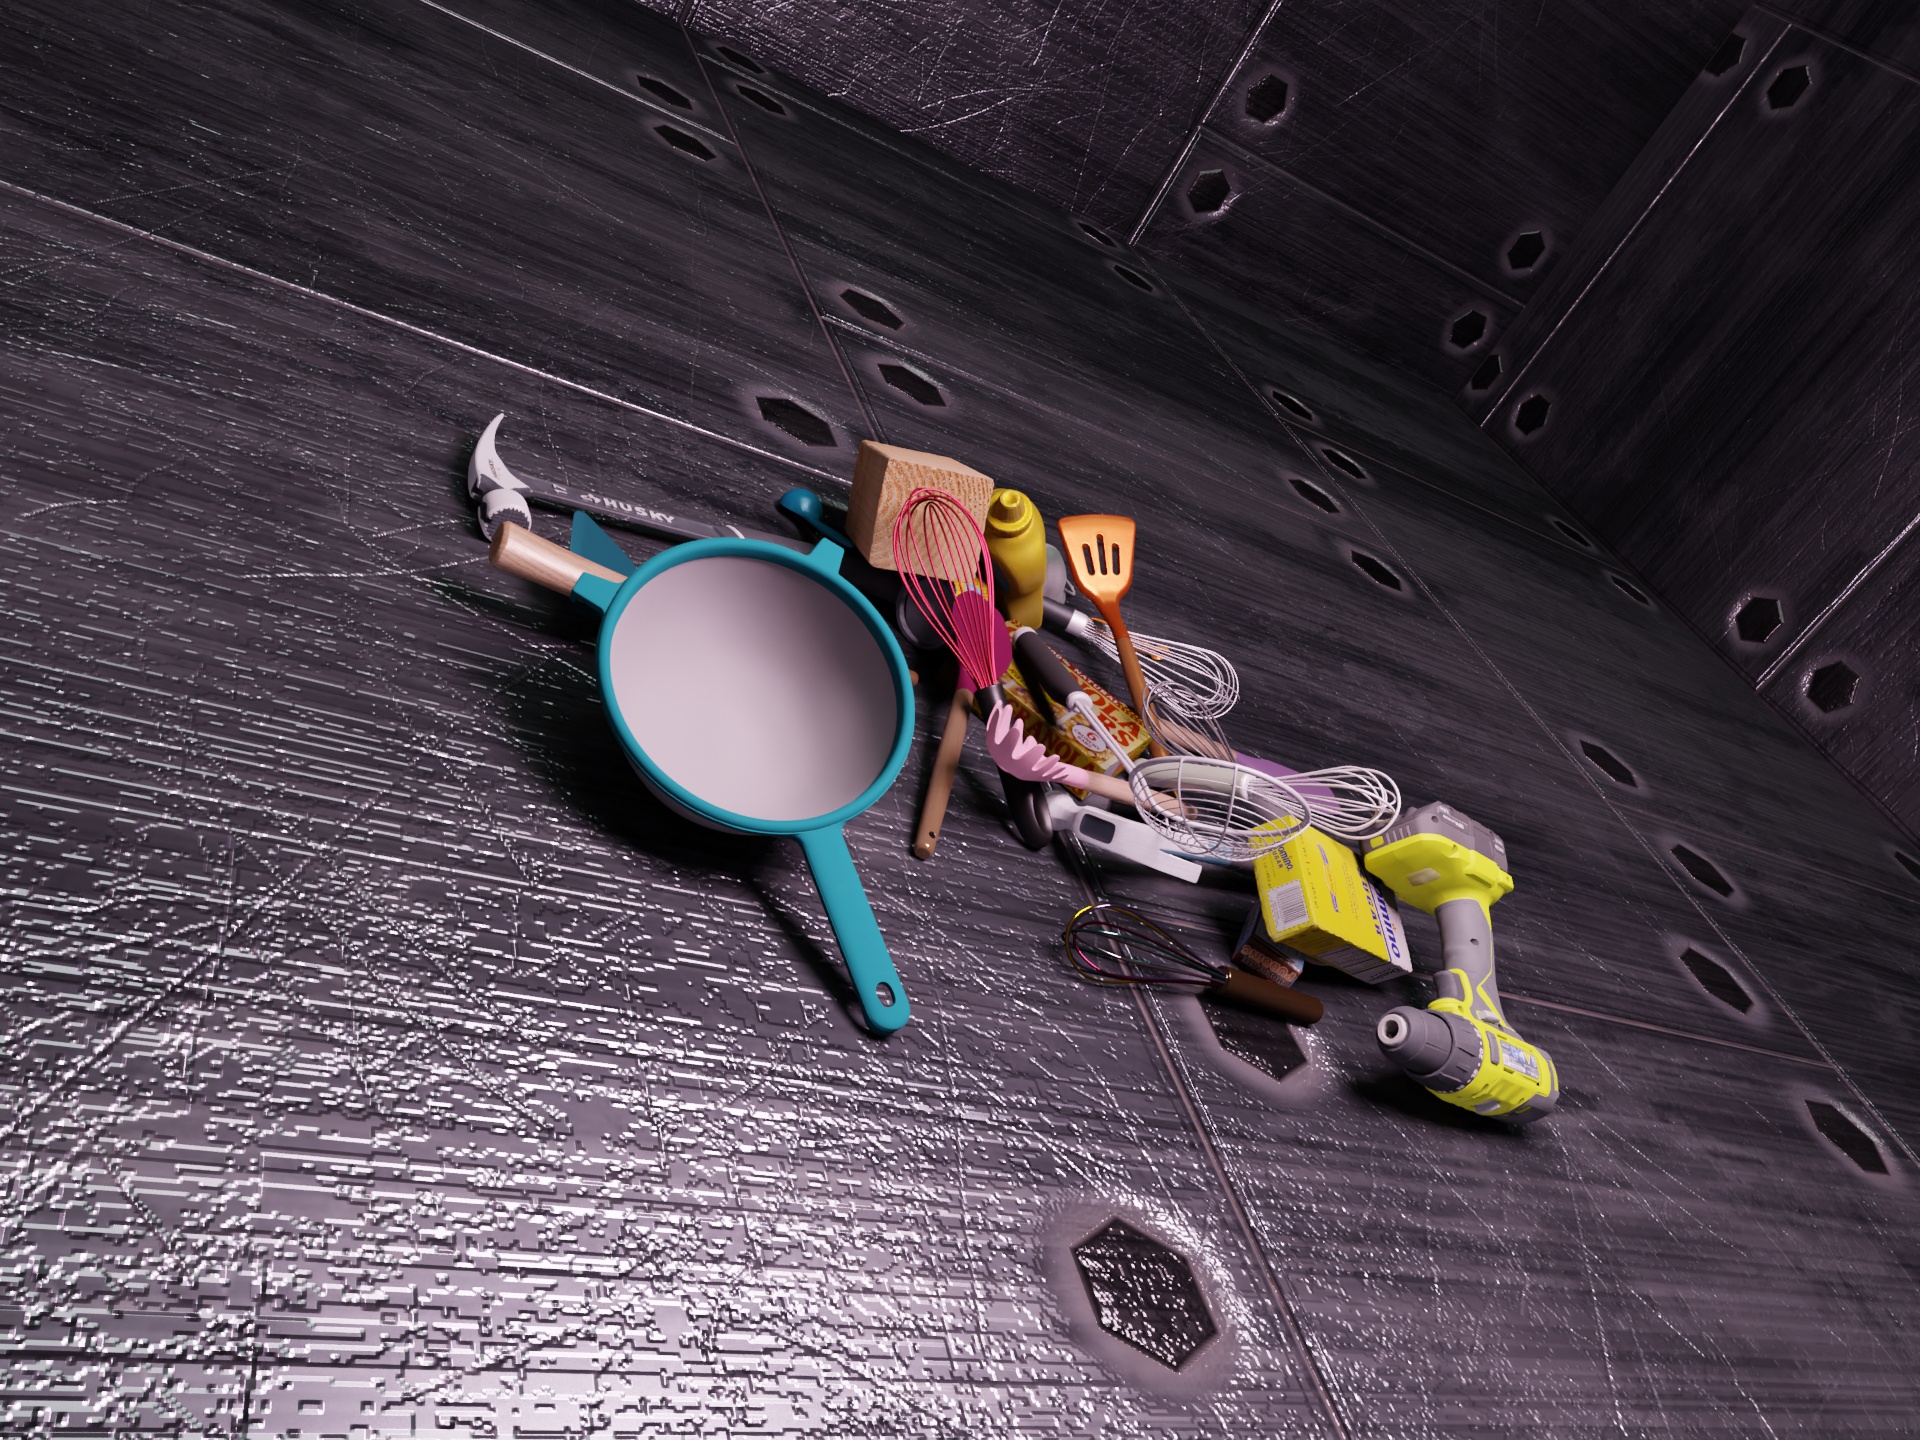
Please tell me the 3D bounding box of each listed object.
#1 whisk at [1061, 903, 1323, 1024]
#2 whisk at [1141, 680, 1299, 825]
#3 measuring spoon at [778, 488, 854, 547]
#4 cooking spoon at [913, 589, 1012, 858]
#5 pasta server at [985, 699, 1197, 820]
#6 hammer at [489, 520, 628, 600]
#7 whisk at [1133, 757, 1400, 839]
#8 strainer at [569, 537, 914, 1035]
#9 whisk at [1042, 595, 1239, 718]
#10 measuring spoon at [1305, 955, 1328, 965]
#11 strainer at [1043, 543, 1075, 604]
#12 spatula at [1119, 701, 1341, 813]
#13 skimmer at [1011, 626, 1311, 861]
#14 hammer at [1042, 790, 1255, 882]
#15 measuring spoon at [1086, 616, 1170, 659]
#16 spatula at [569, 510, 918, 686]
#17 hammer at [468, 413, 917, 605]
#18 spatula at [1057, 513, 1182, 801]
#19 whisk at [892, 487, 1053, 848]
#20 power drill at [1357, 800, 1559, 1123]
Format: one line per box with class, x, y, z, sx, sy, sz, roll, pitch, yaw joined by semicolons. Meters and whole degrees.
whisk;0.170;0.186;1.151;0.244;0.051;0.047;22;50;-29
whisk;0.241;0.051;1.388;0.238;0.055;0.055;44;24;-17
measuring spoon;-0.121;-0.182;1.412;0.042;0.021;0.129;17;14;-36
cooking spoon;-0.002;-0.004;1.236;0.068;0.017;0.319;41;34;-20
pasta server;0.113;0.044;1.246;0.316;0.040;0.060;19;23;-52
hammer;-0.176;-0.057;1.130;0.331;0.031;0.130;24;37;-31
whisk;0.243;0.056;1.304;0.246;0.059;0.057;7;-18;39
strainer;-0.119;0.049;1.020;0.211;0.095;0.340;-13;71;-33
whisk;0.140;-0.079;1.533;0.284;0.070;0.070;26;28;-3
measuring spoon;0.324;0.189;1.322;0.124;0.018;0.034;3;40;-43
strainer;0.024;-0.161;1.556;0.258;0.050;0.087;8;51;-34
spatula;0.235;0.028;1.491;0.315;0.018;0.060;22;30;-23
skimmer;0.135;-0.006;1.217;0.127;0.090;0.364;33;13;-34
hammer;0.218;0.110;1.292;0.330;0.033;0.128;14;4;-41
measuring spoon;0.164;-0.085;1.587;0.116;0.021;0.011;20;51;-32
spatula;-0.158;-0.072;1.210;0.317;0.044;0.082;15;56;-34
hammer;-0.205;-0.154;1.305;0.408;0.036;0.149;12;33;-36
spatula;0.157;-0.060;1.459;0.081;0.041;0.323;-2;53;-15
whisk;0.014;-0.042;1.223;0.073;0.073;0.296;-9;78;-53
power drill;0.374;0.185;1.229;0.190;0.080;0.229;26;49;-36
